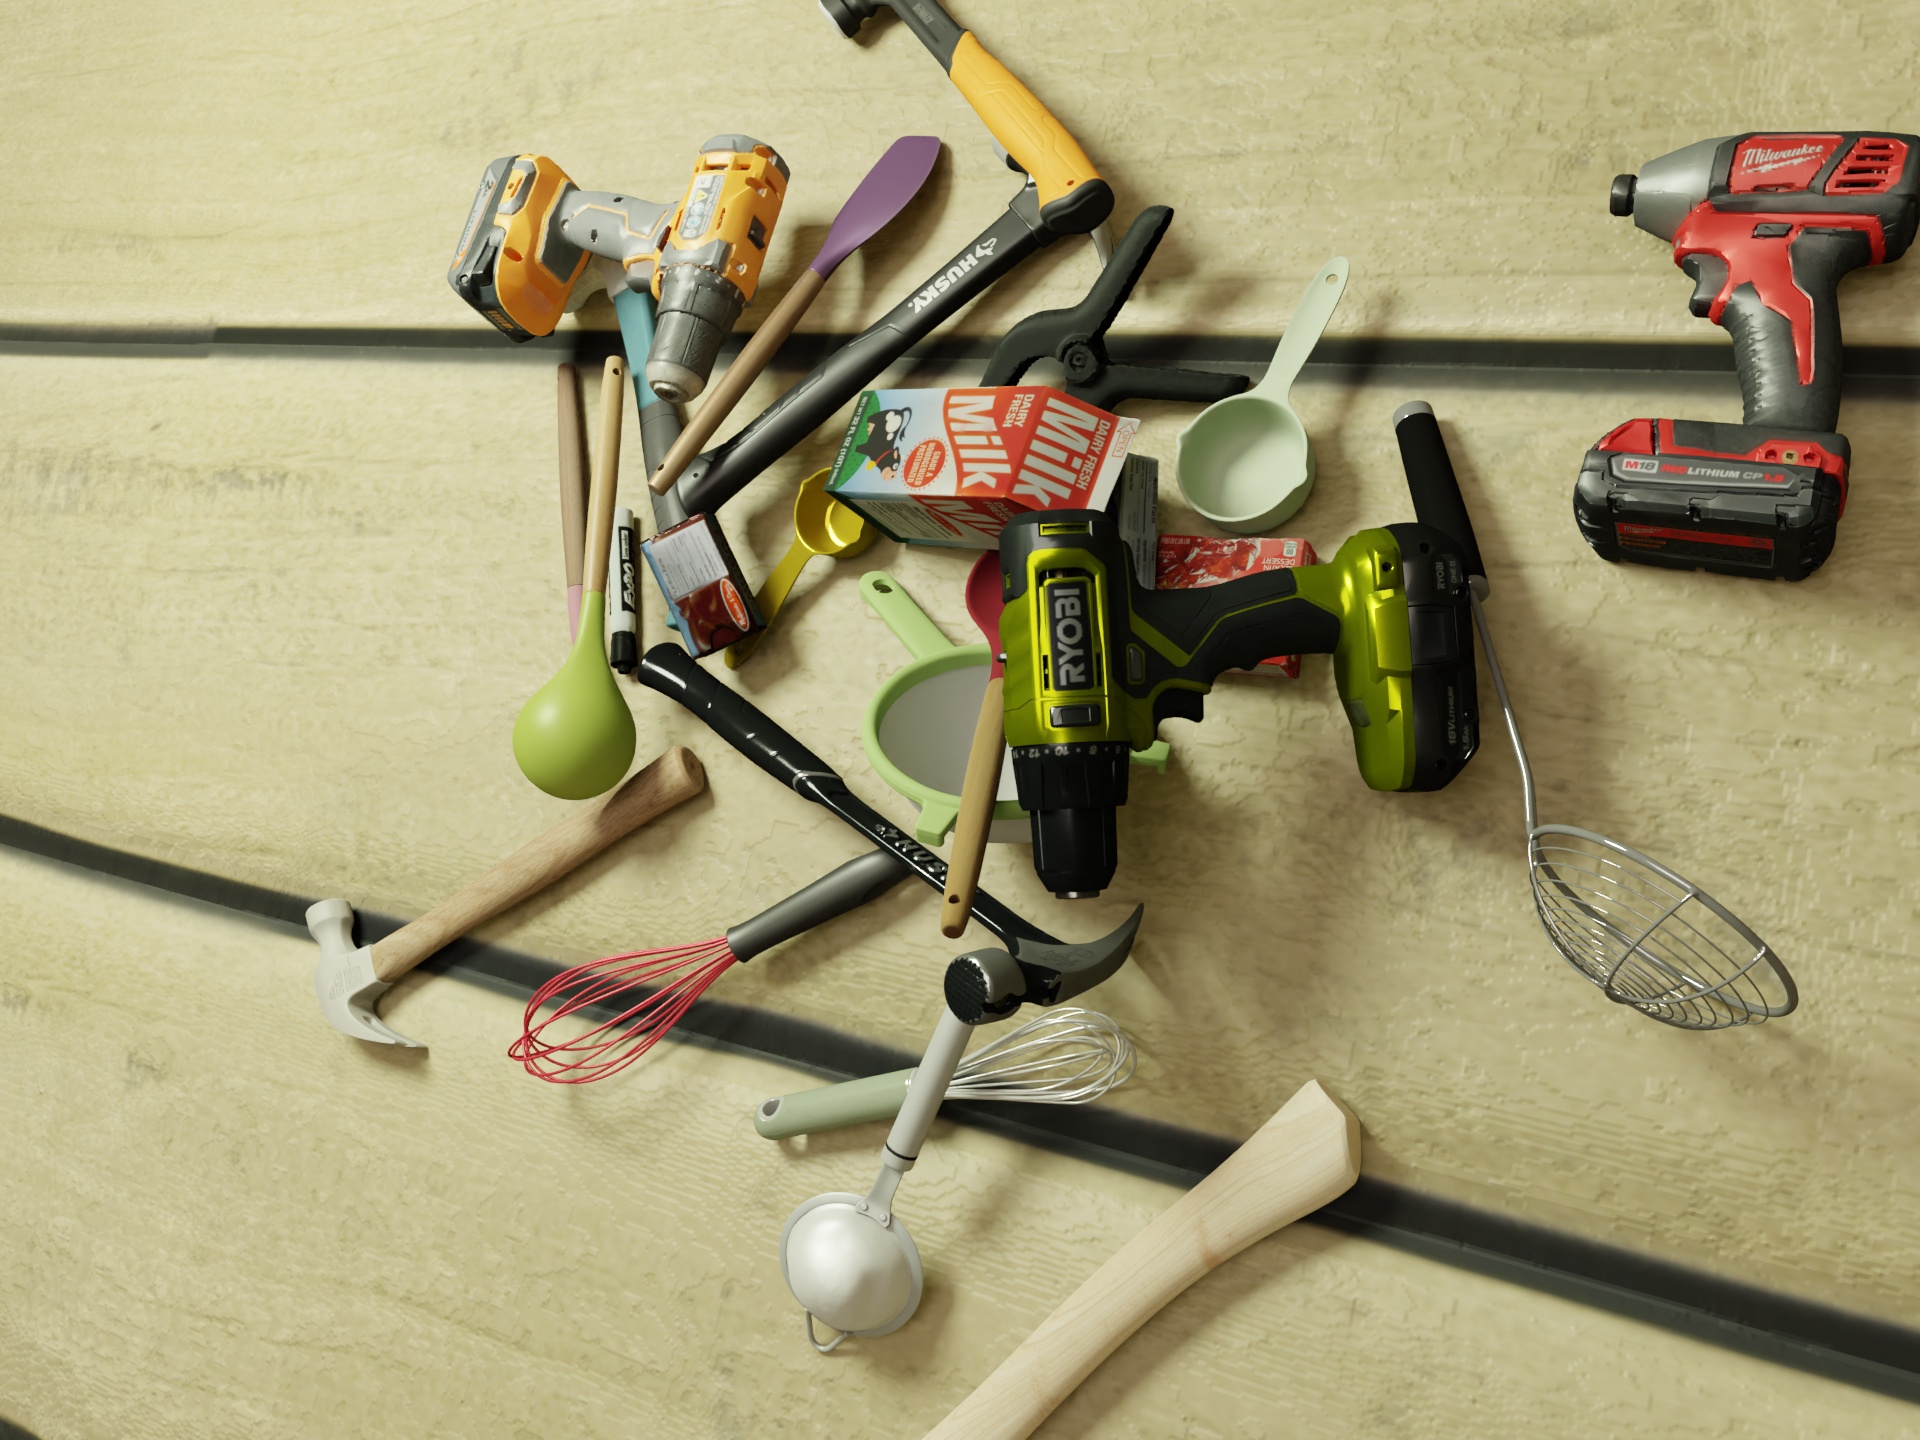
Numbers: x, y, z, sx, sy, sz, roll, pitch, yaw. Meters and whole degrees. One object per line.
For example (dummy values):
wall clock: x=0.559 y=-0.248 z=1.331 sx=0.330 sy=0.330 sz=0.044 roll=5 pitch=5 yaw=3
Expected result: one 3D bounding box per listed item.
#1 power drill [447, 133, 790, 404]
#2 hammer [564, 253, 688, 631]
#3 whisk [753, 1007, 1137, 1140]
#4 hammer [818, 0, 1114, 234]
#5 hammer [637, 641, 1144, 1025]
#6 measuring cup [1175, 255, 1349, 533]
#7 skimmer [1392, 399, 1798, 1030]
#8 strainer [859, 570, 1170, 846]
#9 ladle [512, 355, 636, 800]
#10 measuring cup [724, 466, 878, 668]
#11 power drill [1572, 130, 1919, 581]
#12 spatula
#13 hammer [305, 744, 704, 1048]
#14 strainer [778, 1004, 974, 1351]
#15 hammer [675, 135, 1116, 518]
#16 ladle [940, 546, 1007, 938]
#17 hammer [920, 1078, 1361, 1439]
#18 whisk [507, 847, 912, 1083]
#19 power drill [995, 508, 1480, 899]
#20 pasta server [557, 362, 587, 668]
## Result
power drill: x=-0.237 y=-0.304 z=1.085 sx=0.226 sy=0.084 sz=0.185 roll=7 pitch=74 yaw=25
hammer: x=-0.211 y=-0.206 z=1.114 sx=0.128 sy=0.033 sz=0.331 roll=-24 pitch=67 yaw=21
whisk: x=-0.015 y=0.206 z=0.895 sx=0.246 sy=0.059 sz=0.058 roll=-18 pitch=32 yaw=26
hammer: x=0.017 y=-0.422 z=1.025 sx=0.127 sy=0.034 sz=0.337 roll=-37 pitch=54 yaw=11
hammer: x=-0.066 y=0.046 z=0.934 sx=0.409 sy=0.149 sz=0.036 roll=34 pitch=117 yaw=39
measuring cup: x=0.184 y=-0.183 z=0.904 sx=0.083 sy=0.038 sz=0.167 roll=25 pitch=86 yaw=30
skimmer: x=0.295 y=-0.022 z=0.777 sx=0.090 sy=0.127 sz=0.364 roll=-16 pitch=58 yaw=15
strainer: x=-0.001 y=-0.003 z=0.931 sx=0.151 sy=0.069 sz=0.257 roll=-17 pitch=39 yaw=-19
ladle: x=-0.245 y=-0.101 z=1.061 sx=0.062 sy=0.078 sz=0.320 roll=-39 pitch=46 yaw=55
measuring cup: x=-0.105 y=-0.095 z=1.038 sx=0.062 sy=0.029 sz=0.156 roll=46 pitch=110 yaw=27
power drill: x=0.379 y=-0.189 z=0.786 sx=0.143 sy=0.078 sz=0.220 roll=12 pitch=79 yaw=29
spatula: x=-0.108 y=-0.272 z=1.045 sx=0.060 sy=0.018 sz=0.316 roll=21 pitch=71 yaw=41
hammer: x=-0.308 y=0.114 z=1.074 sx=0.331 sy=0.031 sz=0.130 roll=-31 pitch=64 yaw=16
strainer: x=-0.038 y=0.242 z=0.861 sx=0.087 sy=0.050 sz=0.258 roll=25 pitch=100 yaw=13
hammer: x=-0.048 y=-0.238 z=1.022 sx=0.335 sy=0.035 sz=0.146 roll=-38 pitch=62 yaw=7
ladle: x=0.020 y=-0.002 z=0.851 sx=0.069 sy=0.031 sz=0.316 roll=-4 pitch=38 yaw=14
hammer: x=0.042 y=0.330 z=0.834 sx=0.410 sy=0.038 sz=0.146 roll=-46 pitch=60 yaw=8
whisk: x=-0.153 y=0.146 z=0.972 sx=0.296 sy=0.073 sz=0.073 roll=-28 pitch=65 yaw=12
power drill: x=0.133 y=-0.011 z=0.797 sx=0.228 sy=0.080 sz=0.190 roll=-3 pitch=87 yaw=-3
pasta server: x=-0.278 y=-0.117 z=1.120 sx=0.060 sy=0.040 sz=0.316 roll=-42 pitch=50 yaw=55
